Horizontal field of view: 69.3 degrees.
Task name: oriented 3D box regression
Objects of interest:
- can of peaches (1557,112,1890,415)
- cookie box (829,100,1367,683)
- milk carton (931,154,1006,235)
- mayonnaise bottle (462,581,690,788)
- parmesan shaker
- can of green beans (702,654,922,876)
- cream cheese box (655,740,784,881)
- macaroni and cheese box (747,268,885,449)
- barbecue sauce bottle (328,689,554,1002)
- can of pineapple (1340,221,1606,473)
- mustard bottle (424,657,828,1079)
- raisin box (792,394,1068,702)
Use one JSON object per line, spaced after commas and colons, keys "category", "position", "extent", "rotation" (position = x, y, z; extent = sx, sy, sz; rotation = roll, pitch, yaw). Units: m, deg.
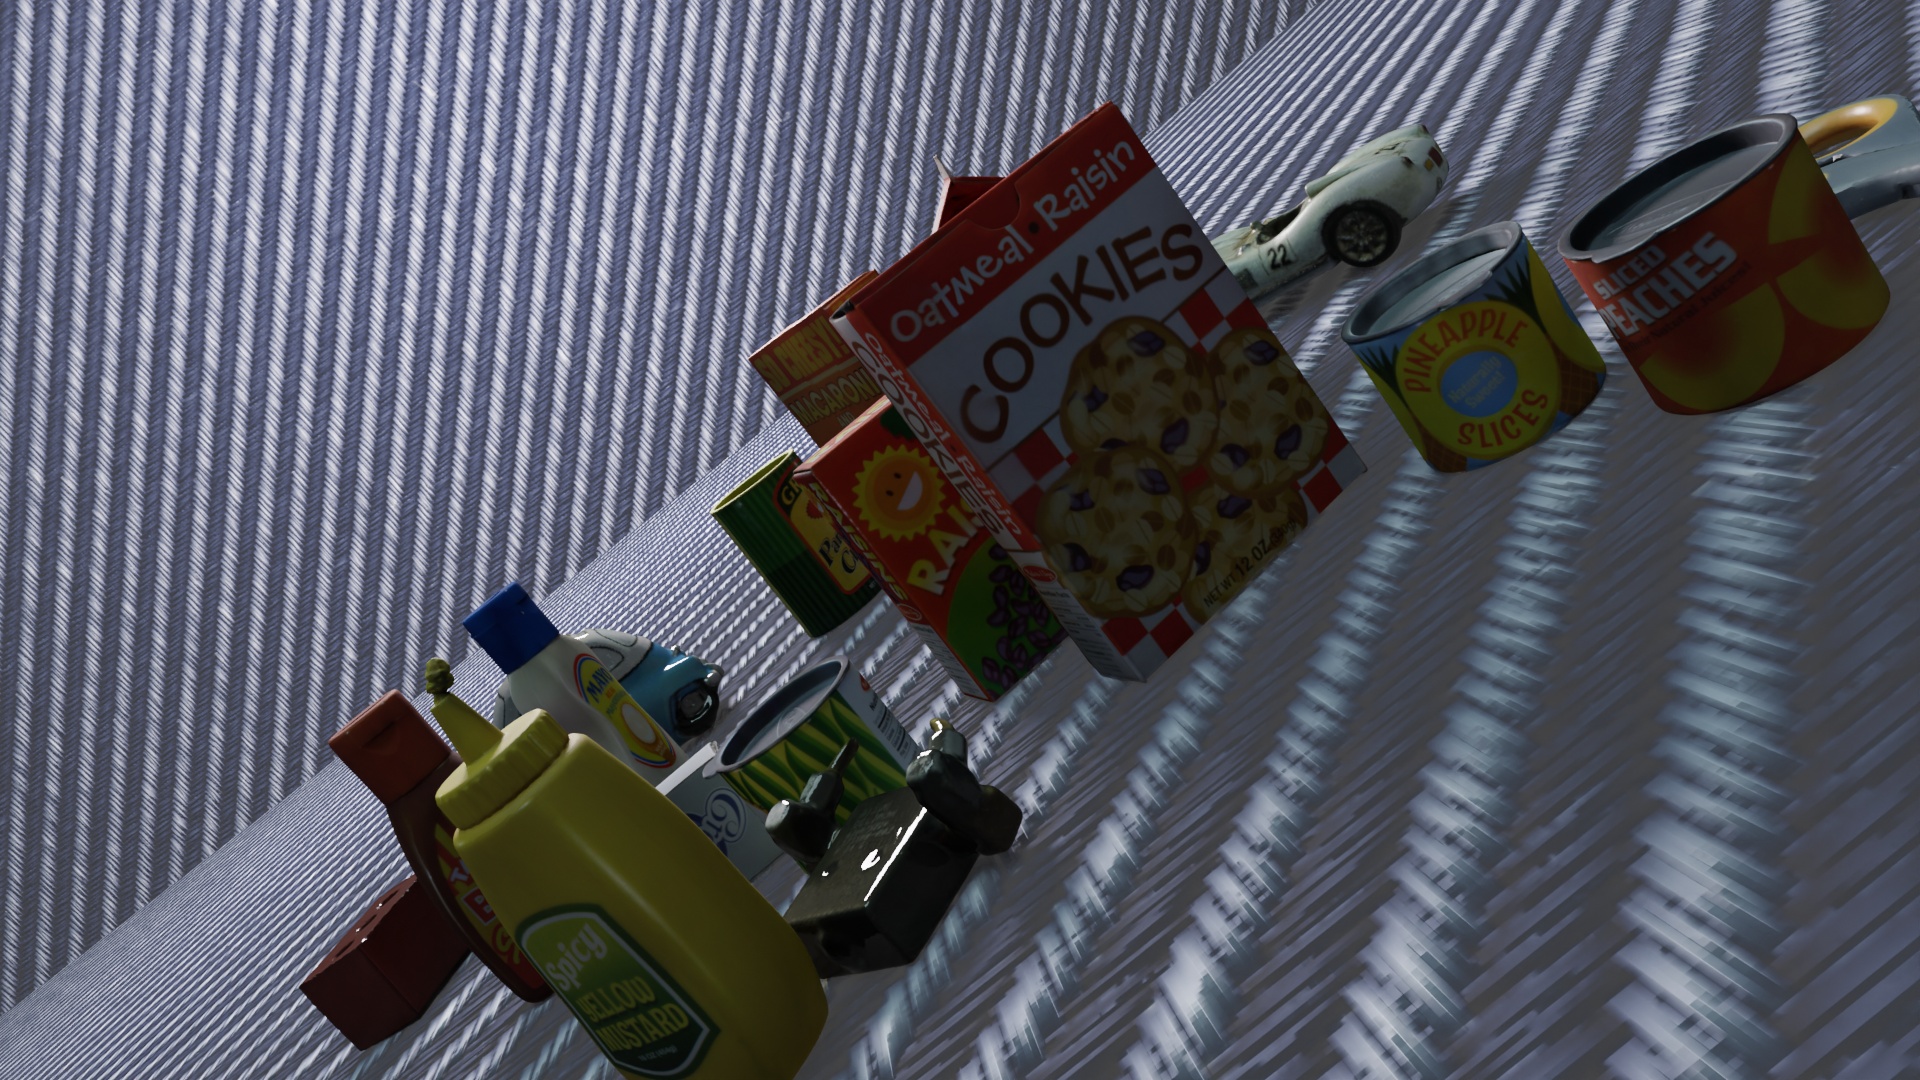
{"category": "can of peaches", "position": [0.213, -0.075, 0.392], "extent": [0.071, 0.058, 0.071], "rotation": [-36, 12, 9]}
{"category": "cookie box", "position": [0.053, -0.052, 0.499], "extent": [0.123, 0.167, 0.040], "rotation": [-41, 12, -16]}
{"category": "milk carton", "position": [0.043, -0.130, 0.757], "extent": [0.073, 0.190, 0.072], "rotation": [-36, 12, 6]}
{"category": "mayonnaise bottle", "position": [-0.209, 0.089, 0.759], "extent": [0.041, 0.148, 0.065], "rotation": [-35, 12, 13]}
{"category": "parmesan shaker", "position": [-0.100, 0.001, 0.883], "extent": [0.071, 0.103, 0.071], "rotation": [-36, 12, 9]}
{"category": "can of green beans", "position": [-0.052, 0.088, 0.540], "extent": [0.071, 0.057, 0.071], "rotation": [-36, 12, 9]}
{"category": "cream cheese box", "position": [-0.126, 0.137, 0.574], "extent": [0.104, 0.053, 0.024], "rotation": [-39, 12, -8]}
{"category": "macaroni and cheese box", "position": [-0.030, -0.054, 0.742], "extent": [0.040, 0.166, 0.123], "rotation": [-43, 13, -23]}
{"category": "barbecue sauce bottle", "position": [-0.218, 0.133, 0.623], "extent": [0.065, 0.148, 0.043], "rotation": [-43, 13, -22]}
{"category": "can of pineapple", "position": [0.171, -0.063, 0.465], "extent": [0.071, 0.058, 0.071], "rotation": [-36, 12, 9]}
{"category": "mustard bottle", "position": [-0.108, 0.100, 0.410], "extent": [0.065, 0.160, 0.049], "rotation": [-31, 14, 31]}
{"category": "raisin box", "position": [0.002, -0.007, 0.580], "extent": [0.086, 0.123, 0.040], "rotation": [-41, 12, -14]}
